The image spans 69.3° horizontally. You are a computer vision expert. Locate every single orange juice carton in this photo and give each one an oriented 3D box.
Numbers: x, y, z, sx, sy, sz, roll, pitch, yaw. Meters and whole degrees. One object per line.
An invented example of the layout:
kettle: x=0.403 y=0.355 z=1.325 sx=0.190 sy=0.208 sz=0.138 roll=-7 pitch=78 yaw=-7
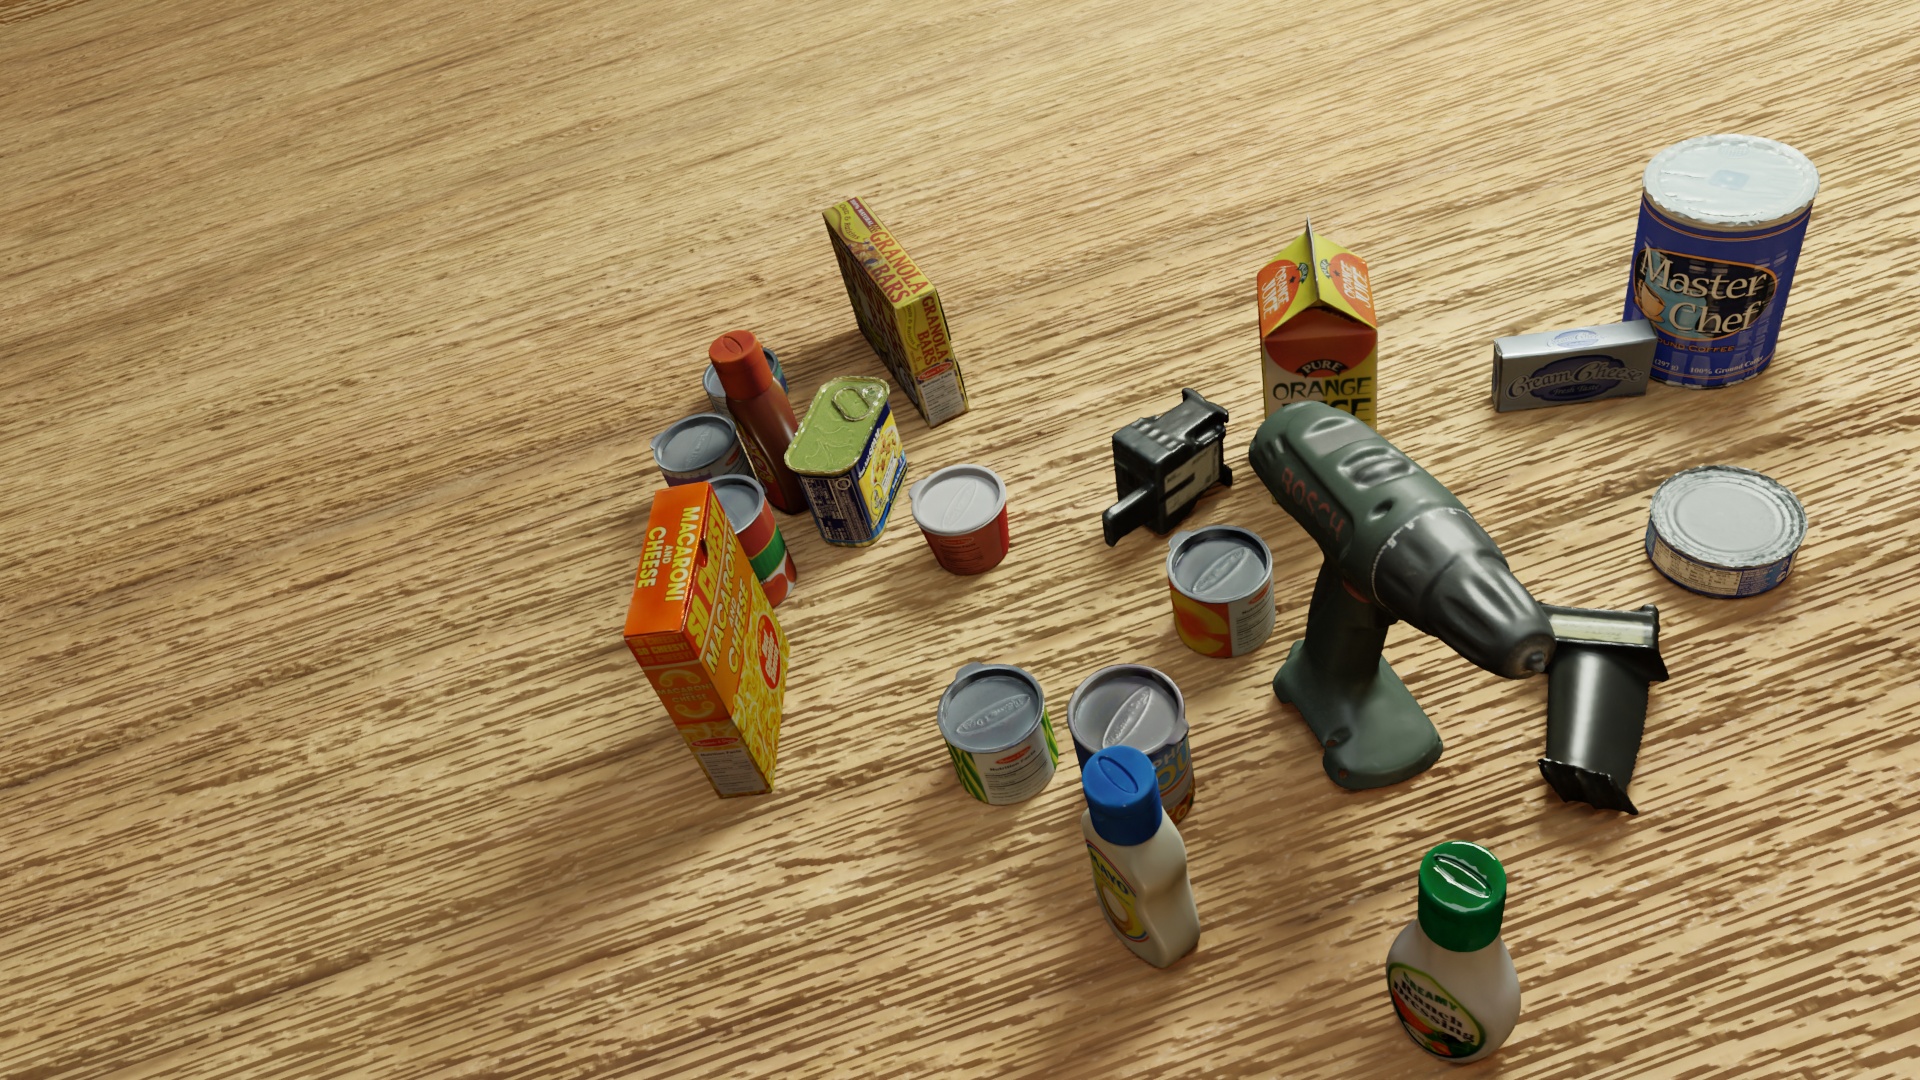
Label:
orange juice carton: x=0.237 y=-0.117 z=0.922 sx=0.073 sy=0.191 sz=0.072 roll=-4 pitch=46 yaw=13

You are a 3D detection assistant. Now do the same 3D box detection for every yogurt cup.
yogurt cup: x=0.004 y=-0.012 z=0.986 sx=0.072 sy=0.053 sz=0.073 roll=-8 pitch=45 yaw=9

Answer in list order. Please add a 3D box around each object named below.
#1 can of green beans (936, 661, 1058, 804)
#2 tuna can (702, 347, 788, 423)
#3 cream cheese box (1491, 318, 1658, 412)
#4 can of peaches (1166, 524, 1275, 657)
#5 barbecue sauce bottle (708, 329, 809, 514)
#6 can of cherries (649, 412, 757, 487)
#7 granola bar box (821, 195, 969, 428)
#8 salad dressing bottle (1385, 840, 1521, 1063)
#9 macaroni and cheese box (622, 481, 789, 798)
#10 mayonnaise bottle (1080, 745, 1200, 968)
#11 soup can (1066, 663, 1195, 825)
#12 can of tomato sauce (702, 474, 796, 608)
can of green beans: x=0.024 y=0.119 z=0.850 sx=0.071 sy=0.057 sz=0.071 roll=-8 pitch=45 yaw=9
tuna can: x=-0.180 y=-0.133 z=1.171 sx=0.071 sy=0.032 sz=0.071 roll=-8 pitch=45 yaw=8
cream cheese box: x=0.427 y=-0.121 z=0.970 sx=0.104 sy=0.053 sz=0.024 roll=-6 pitch=46 yaw=10
can of peaches: x=0.166 y=0.032 z=0.893 sx=0.071 sy=0.057 sz=0.071 roll=-8 pitch=45 yaw=9
barbecue sauce bottle: x=-0.146 y=-0.089 z=1.037 sx=0.044 sy=0.147 sz=0.065 roll=-32 pitch=47 yaw=-15
can of cherries: x=-0.200 y=-0.057 z=1.085 sx=0.071 sy=0.058 sz=0.072 roll=-8 pitch=45 yaw=9
granola bar box: x=-0.053 y=-0.186 z=1.121 sx=0.039 sy=0.123 sz=0.166 roll=-26 pitch=45 yaw=-9
salad dressing bottle: x=0.233 y=0.194 z=0.653 sx=0.044 sy=0.147 sz=0.064 roll=-40 pitch=49 yaw=-22
macaroni and cheese box: x=-0.154 y=0.064 z=0.878 sx=0.040 sy=0.165 sz=0.124 roll=-8 pitch=45 yaw=9
mayonnaise bottle: x=0.091 y=0.163 z=0.724 sx=0.041 sy=0.147 sz=0.065 roll=-34 pitch=47 yaw=-16
soup can: x=0.102 y=0.124 z=0.804 sx=0.071 sy=0.083 sz=0.072 roll=-8 pitch=45 yaw=9
can of tomato sauce: x=-0.161 y=0.006 z=0.995 sx=0.071 sy=0.082 sz=0.071 roll=-8 pitch=45 yaw=9
